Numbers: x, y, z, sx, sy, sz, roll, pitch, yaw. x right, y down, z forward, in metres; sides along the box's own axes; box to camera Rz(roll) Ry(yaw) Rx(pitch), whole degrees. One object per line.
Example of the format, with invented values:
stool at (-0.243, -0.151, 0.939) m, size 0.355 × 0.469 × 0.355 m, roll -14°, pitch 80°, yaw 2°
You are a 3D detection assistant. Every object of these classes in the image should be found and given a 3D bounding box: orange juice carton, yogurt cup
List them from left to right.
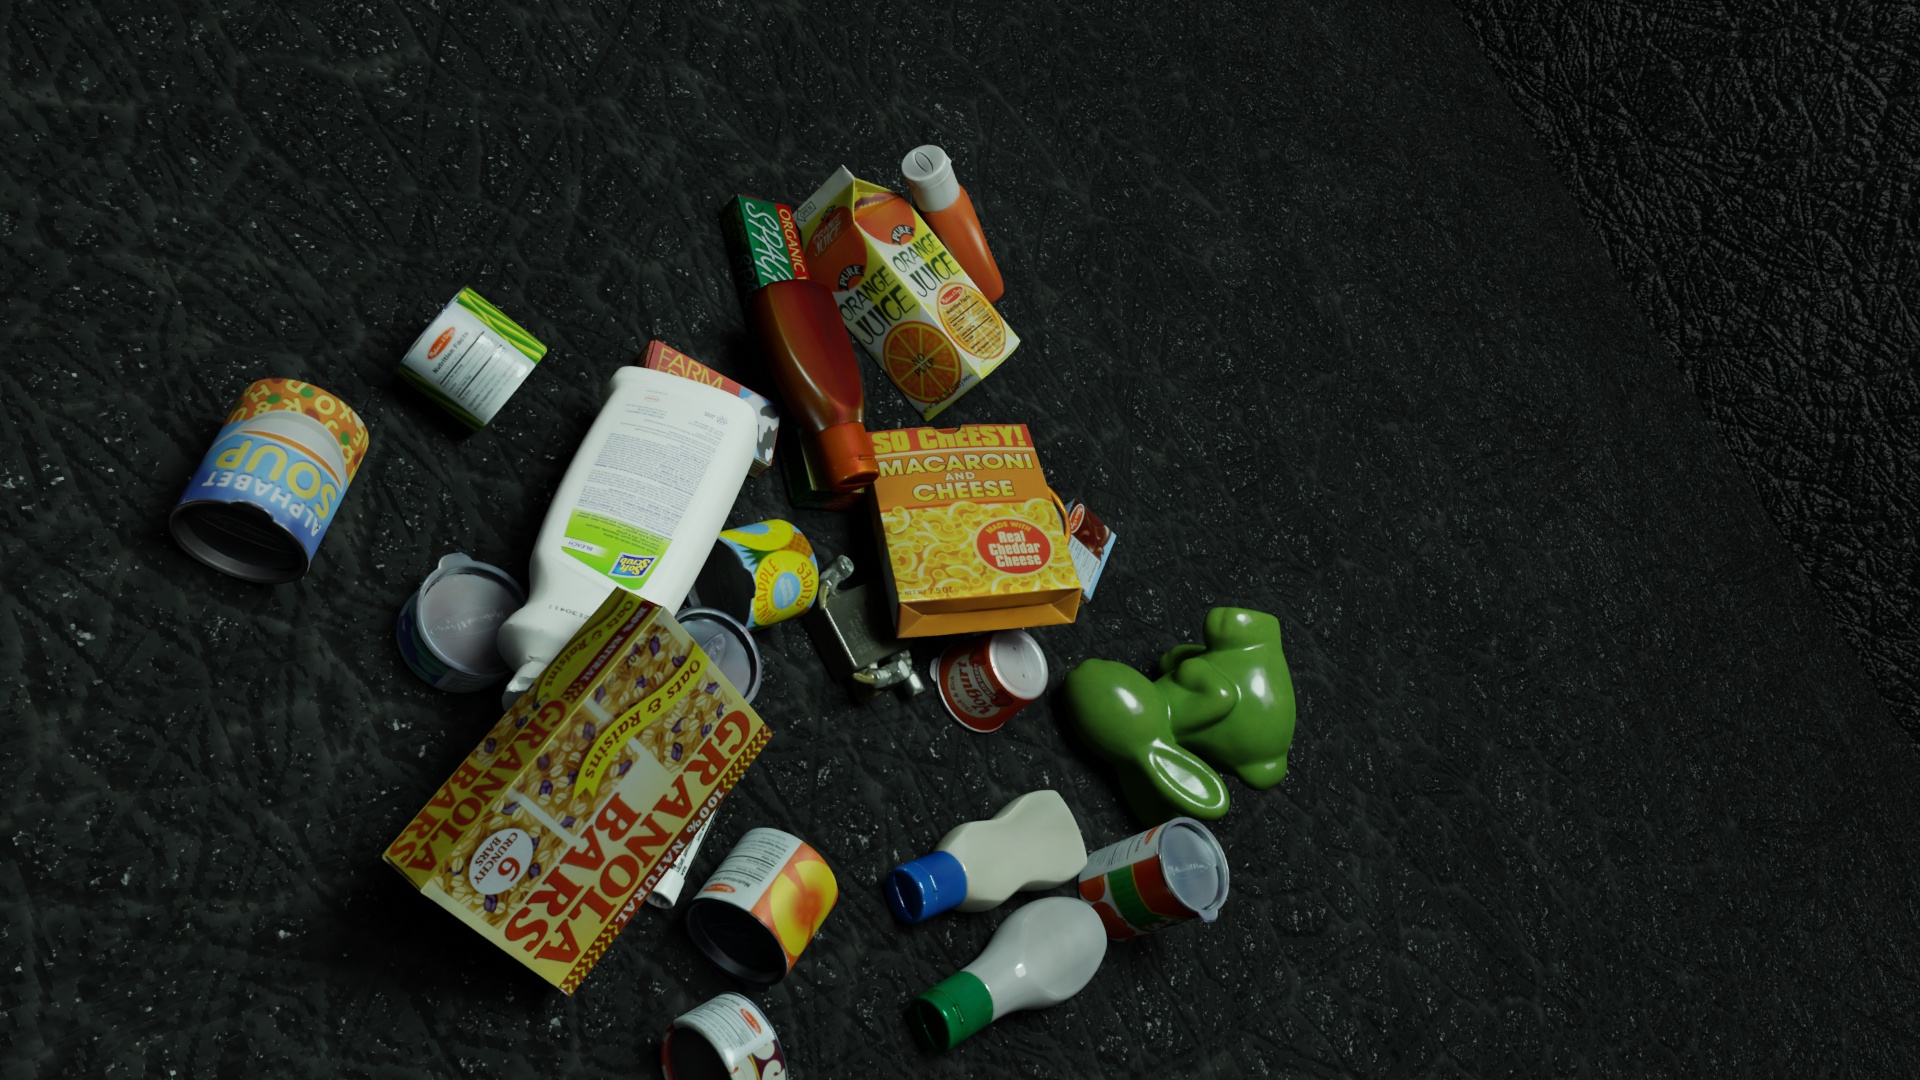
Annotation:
orange juice carton at (-0.050, -0.196, 1.079) m, size 0.192 × 0.071 × 0.073 m, roll 50°, pitch 42°, yaw -6°
yogurt cup at (0.024, 0.094, 0.973) m, size 0.072 × 0.053 × 0.073 m, roll 23°, pitch 51°, yaw -32°

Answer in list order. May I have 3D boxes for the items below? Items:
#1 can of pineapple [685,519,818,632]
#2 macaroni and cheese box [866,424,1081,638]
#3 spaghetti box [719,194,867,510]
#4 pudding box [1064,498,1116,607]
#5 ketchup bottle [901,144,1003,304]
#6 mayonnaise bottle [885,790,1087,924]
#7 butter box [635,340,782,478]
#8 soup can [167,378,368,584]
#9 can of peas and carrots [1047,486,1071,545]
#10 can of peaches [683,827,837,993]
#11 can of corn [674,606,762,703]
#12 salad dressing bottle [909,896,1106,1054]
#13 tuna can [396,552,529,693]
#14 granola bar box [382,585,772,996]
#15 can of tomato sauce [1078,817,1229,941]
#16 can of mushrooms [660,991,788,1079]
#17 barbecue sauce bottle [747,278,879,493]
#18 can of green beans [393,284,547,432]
can of pineapple at (-0.130, 0.024, 0.865) m, size 0.058 × 0.070 × 0.071 m, roll -16°, pitch 76°, yaw -47°
macaroni and cheese box at (0.003, -0.012, 0.962) m, size 0.124 × 0.040 × 0.167 m, roll -4°, pitch 46°, yaw -12°
spaghetti box at (-0.123, -0.140, 1.006) m, size 0.050 × 0.028 × 0.251 m, roll 3°, pitch 63°, yaw -42°
pudding box at (0.089, 0.012, 1.104) m, size 0.049 × 0.030 × 0.084 m, roll 41°, pitch 43°, yaw -13°
ketchup bottle at (-0.007, -0.252, 1.114) m, size 0.065 × 0.043 × 0.148 m, roll 56°, pitch -2°, yaw 34°
mayonnaise bottle at (0.017, 0.209, 0.903) m, size 0.148 × 0.041 × 0.065 m, roll -9°, pitch 70°, yaw -44°
butter box at (-0.171, -0.088, 0.932) m, size 0.103 × 0.024 × 0.053 m, roll 27°, pitch 49°, yaw -28°
soup can at (-0.345, -0.032, 0.700) m, size 0.071 × 0.071 × 0.084 m, roll 30°, pitch 47°, yaw -26°
can of peas and carrots at (0.043, -0.007, 1.052) m, size 0.071 × 0.058 × 0.071 m, roll 23°, pitch 51°, yaw -31°
can of peaches at (-0.109, 0.204, 0.771) m, size 0.071 × 0.071 × 0.058 m, roll 48°, pitch 42°, yaw -8°
can of corn at (-0.161, 0.078, 0.809) m, size 0.071 × 0.058 × 0.071 m, roll 23°, pitch 51°, yaw -31°
salad dressing bottle at (0.031, 0.273, 0.873) m, size 0.148 × 0.043 × 0.064 m, roll -15°, pitch 77°, yaw -46°
tuna can at (-0.268, 0.045, 0.750) m, size 0.071 × 0.032 × 0.071 m, roll 23°, pitch 51°, yaw -31°
granola bar box at (-0.182, 0.124, 0.688) m, size 0.166 × 0.039 × 0.123 m, roll -53°, pitch 140°, yaw -22°
can of tomato sauce at (0.133, 0.237, 0.959) m, size 0.071 × 0.082 × 0.071 m, roll 23°, pitch 51°, yaw -31°
can of mushrooms at (-0.122, 0.273, 0.715) m, size 0.033 × 0.070 × 0.071 m, roll -16°, pitch 76°, yaw -47°
barbecue sauce bottle at (-0.096, -0.106, 0.955) m, size 0.065 × 0.043 × 0.149 m, roll -6°, pitch 70°, yaw -44°
can of green beans at (-0.284, -0.105, 0.808) m, size 0.058 × 0.071 × 0.071 m, roll 40°, pitch 44°, yaw -18°
